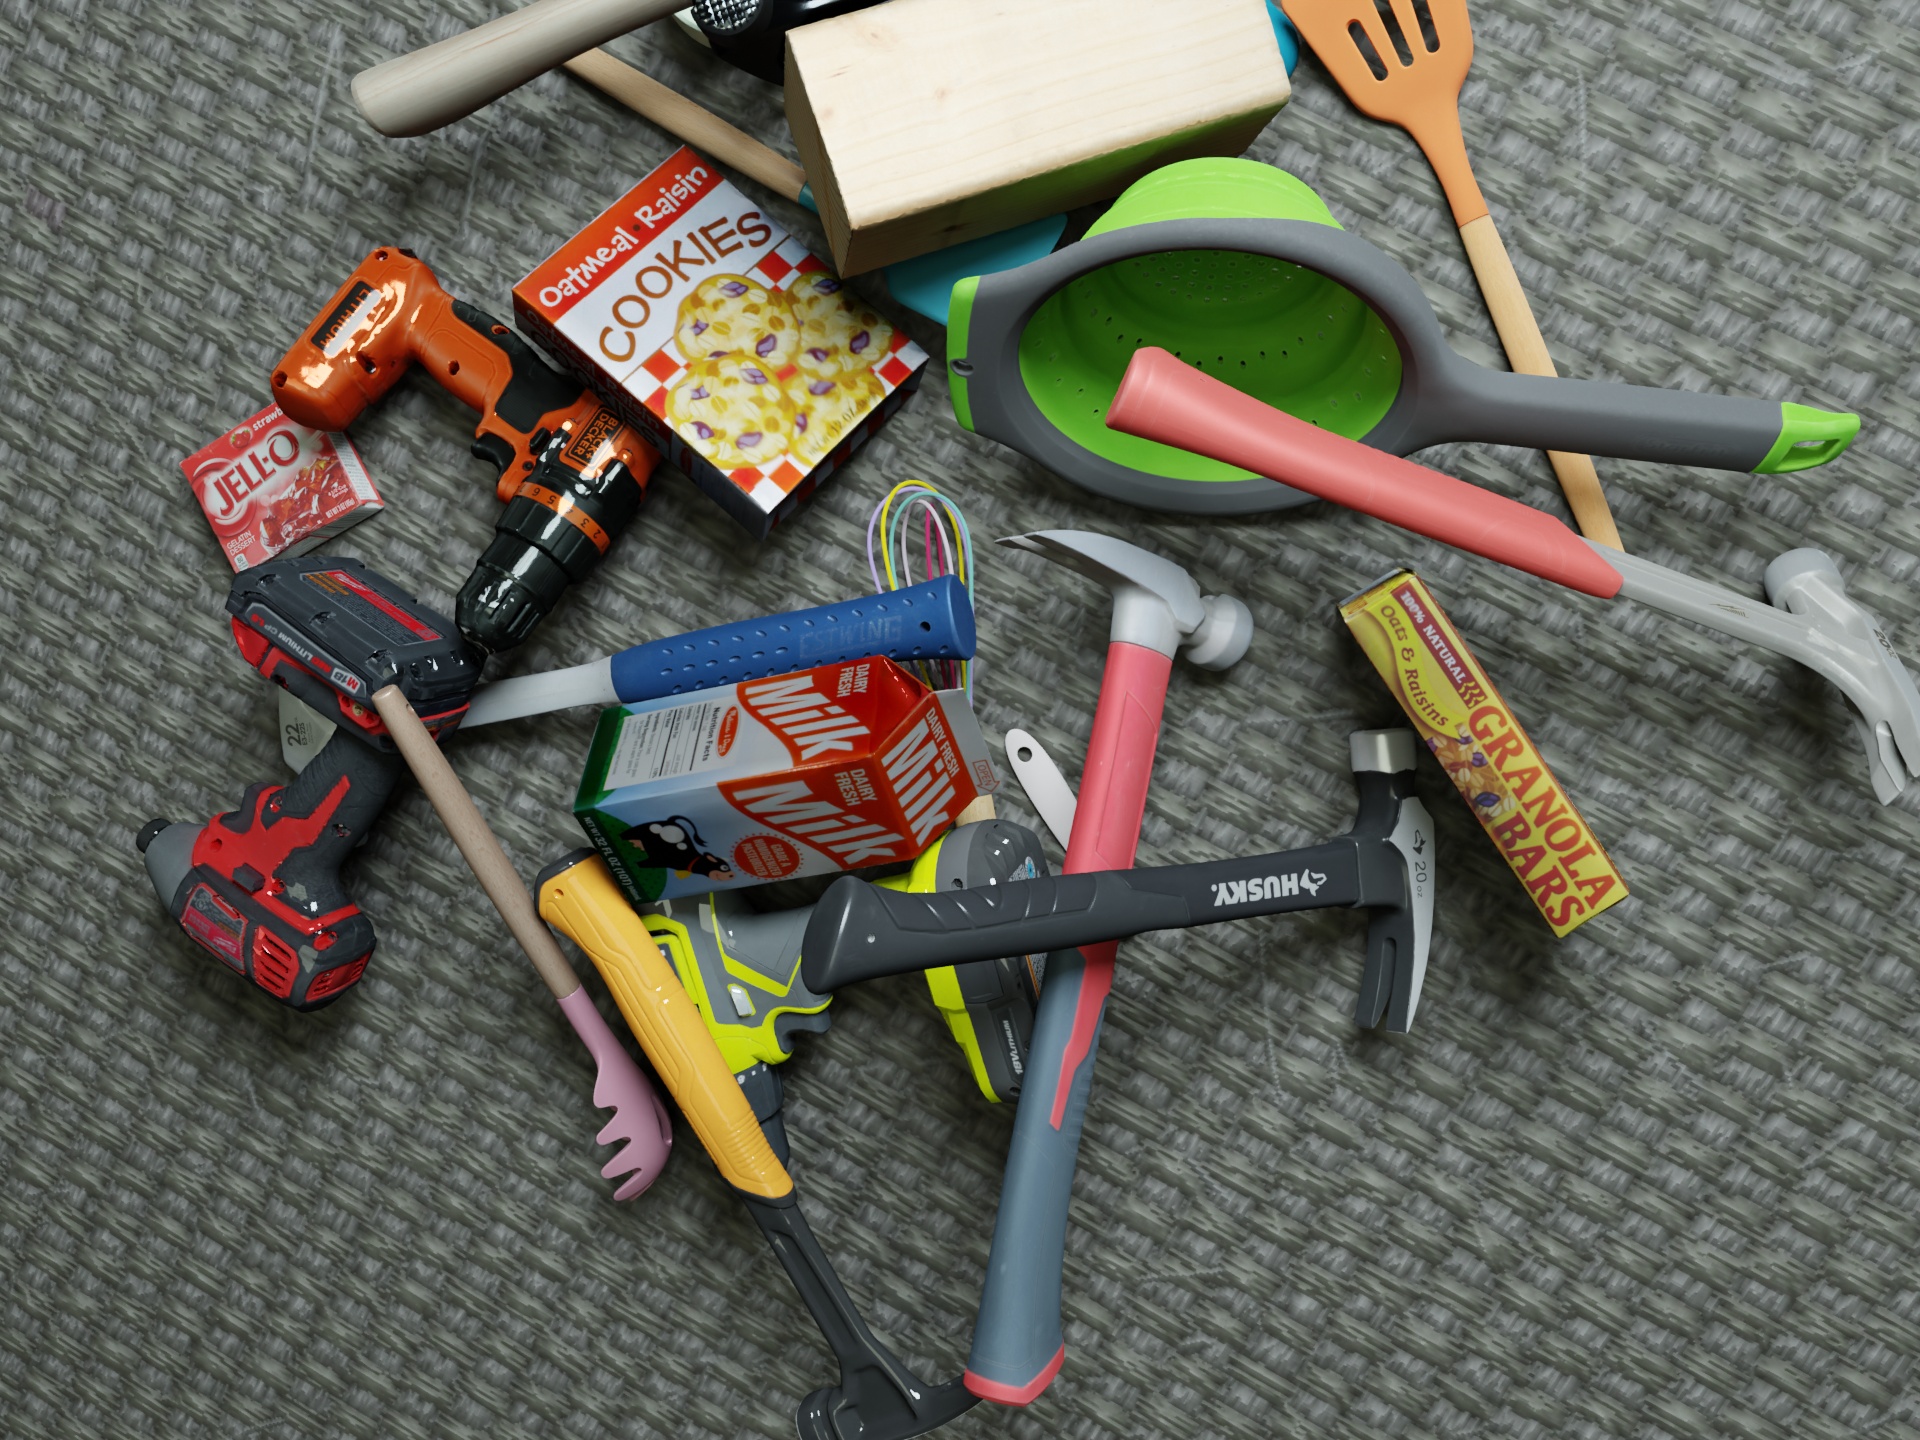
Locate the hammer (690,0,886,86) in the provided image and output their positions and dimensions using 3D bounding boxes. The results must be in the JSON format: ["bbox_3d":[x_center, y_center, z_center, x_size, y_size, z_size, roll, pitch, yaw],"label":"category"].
[{"bbox_3d":[0.083,-0.368,0.715,0.409,0.149,0.036,-16,98,5],"label":"hammer"}]

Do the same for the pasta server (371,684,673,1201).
[{"bbox_3d":[-0.221,0.120,0.815,0.040,0.060,0.316,-23,115,2],"label":"pasta server"}]

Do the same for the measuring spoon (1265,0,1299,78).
[{"bbox_3d":[0.139,-0.368,0.764,0.042,0.021,0.128,-4,96,11],"label":"measuring spoon"}]

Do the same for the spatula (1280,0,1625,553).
[{"bbox_3d":[0.250,-0.213,0.750,0.081,0.041,0.322,-22,93,25],"label":"spatula"}]

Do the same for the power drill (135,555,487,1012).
[{"bbox_3d":[-0.350,0.031,0.833,0.143,0.078,0.219,32,108,12],"label":"power drill"}]

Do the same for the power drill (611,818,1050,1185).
[{"bbox_3d":[-0.060,0.147,0.817,0.228,0.080,0.190,-12,100,22],"label":"power drill"}]

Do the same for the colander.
[{"bbox_3d":[0.196,-0.176,0.723,0.397,0.204,0.095,7,65,4],"label":"colander"}]

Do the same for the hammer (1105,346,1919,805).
[{"bbox_3d":[0.234,-0.075,0.678,0.359,0.149,0.036,19,130,-6],"label":"hammer"}]

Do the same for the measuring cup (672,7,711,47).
[{"bbox_3d":[-0.073,-0.394,0.799,0.167,0.038,0.083,-25,92,-1],"label":"measuring cup"}]

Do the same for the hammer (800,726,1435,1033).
[{"bbox_3d":[0.084,0.085,0.707,0.334,0.035,0.146,-4,89,-31],"label":"hammer"}]

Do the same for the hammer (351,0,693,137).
[{"bbox_3d":[-0.096,-0.349,0.714,0.410,0.146,0.038,-16,98,14],"label":"hammer"}]

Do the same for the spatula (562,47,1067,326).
[{"bbox_3d":[-0.099,-0.289,0.806,0.317,0.044,0.082,32,77,8],"label":"spatula"}]

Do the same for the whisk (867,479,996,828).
[{"bbox_3d":[0.001,-0.003,0.821,0.051,0.047,0.245,-8,99,19],"label":"whisk"}]

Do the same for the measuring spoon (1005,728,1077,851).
[{"bbox_3d":[0.057,0.059,0.826,0.034,0.018,0.124,-32,89,12],"label":"measuring spoon"}]

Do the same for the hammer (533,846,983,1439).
[{"bbox_3d":[-0.107,0.209,0.793,0.127,0.034,0.337,-31,91,27],"label":"hammer"}]

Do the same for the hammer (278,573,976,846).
[{"bbox_3d":[-0.189,-0.026,0.831,0.405,0.035,0.144,-9,94,19],"label":"hammer"}]

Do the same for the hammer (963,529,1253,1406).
[{"bbox_3d":[0.043,0.107,0.725,0.143,0.038,0.386,19,77,-34],"label":"hammer"}]
